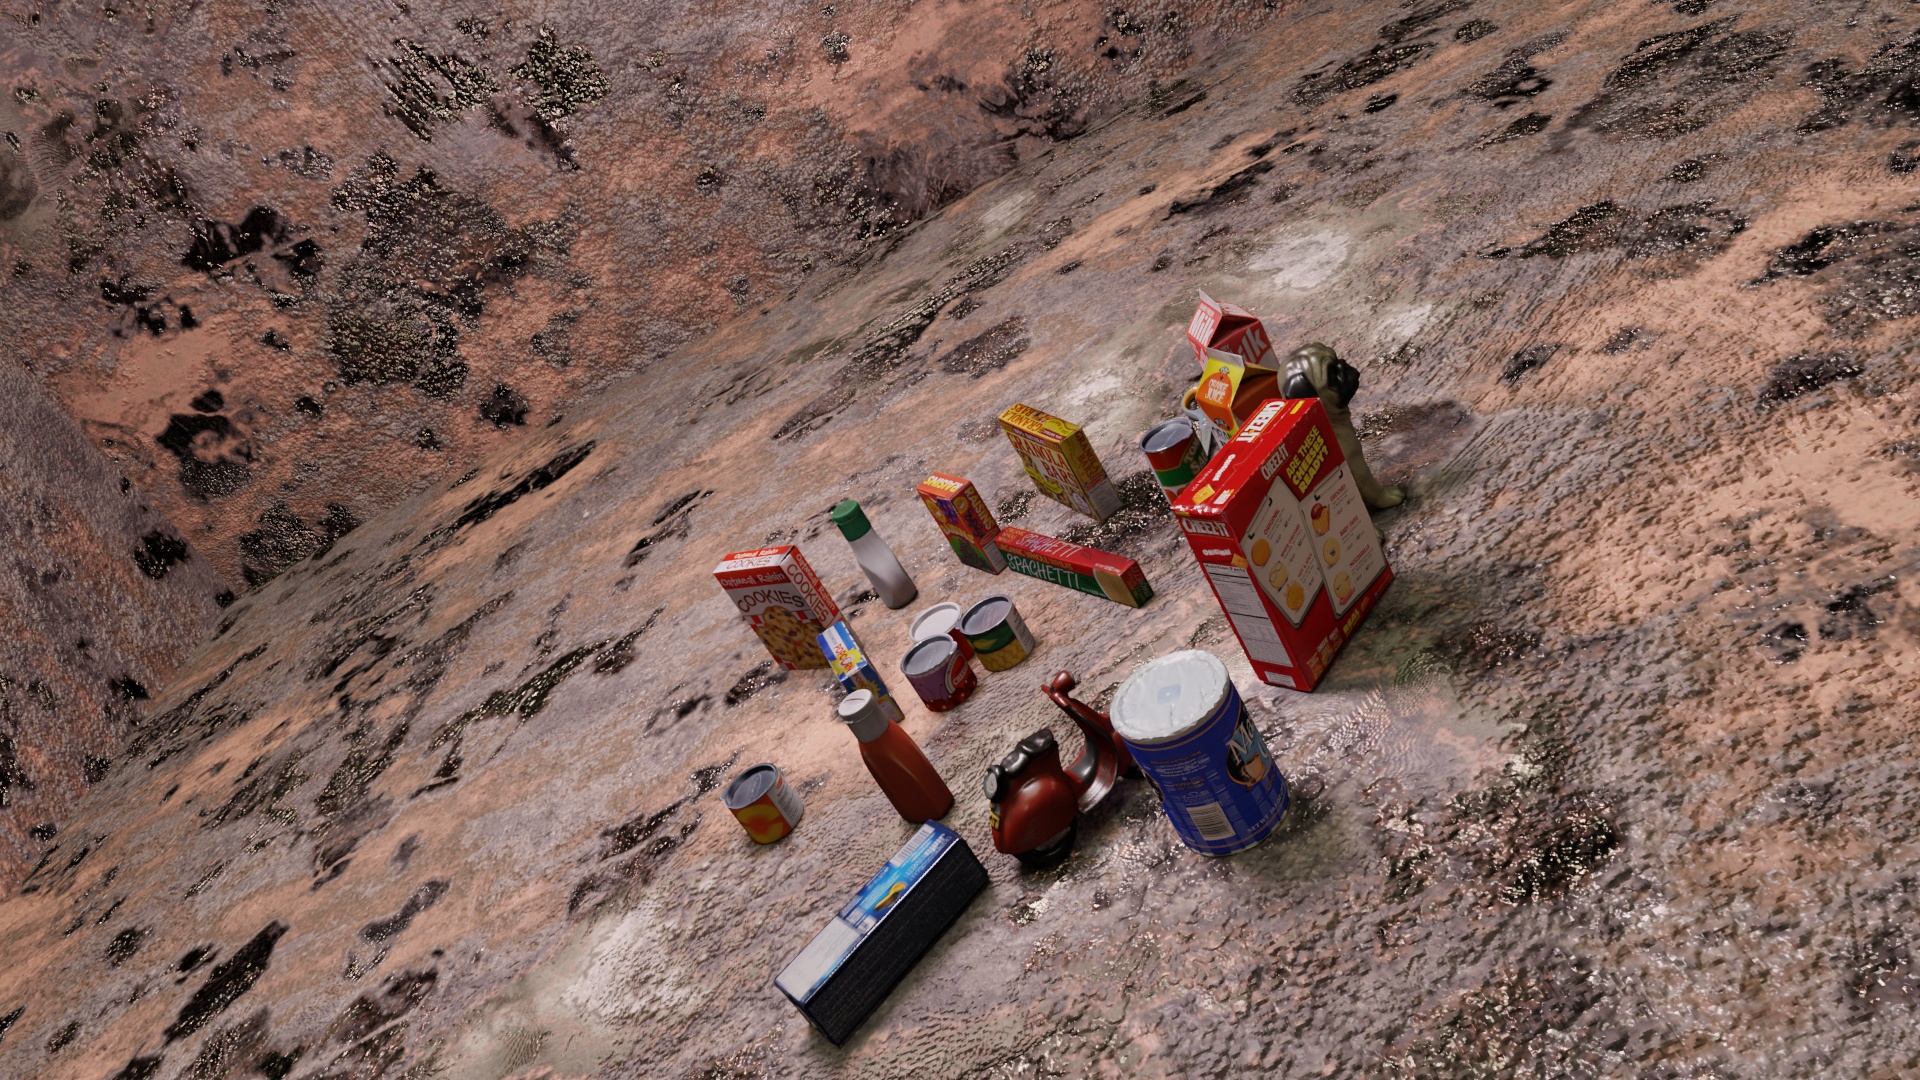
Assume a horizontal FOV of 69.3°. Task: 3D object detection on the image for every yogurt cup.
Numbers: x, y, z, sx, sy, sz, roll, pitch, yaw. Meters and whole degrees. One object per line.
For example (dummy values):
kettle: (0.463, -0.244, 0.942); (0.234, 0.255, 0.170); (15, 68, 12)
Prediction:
yogurt cup: (-0.018, 0.112, 1.581); (0.072, 0.053, 0.073); (-24, 27, 13)

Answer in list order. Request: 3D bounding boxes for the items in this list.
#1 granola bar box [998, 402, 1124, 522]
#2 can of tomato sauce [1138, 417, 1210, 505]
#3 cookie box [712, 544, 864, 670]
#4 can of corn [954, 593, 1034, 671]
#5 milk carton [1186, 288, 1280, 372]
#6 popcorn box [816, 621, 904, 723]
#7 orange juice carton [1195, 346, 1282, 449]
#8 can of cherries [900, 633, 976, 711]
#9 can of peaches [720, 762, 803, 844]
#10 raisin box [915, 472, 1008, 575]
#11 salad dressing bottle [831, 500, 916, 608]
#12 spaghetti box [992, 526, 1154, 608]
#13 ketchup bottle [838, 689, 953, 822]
granola bar box: (0.122, -0.098, 1.722); (0.039, 0.124, 0.166); (-37, 27, -11)
can of tomato sauce: (0.256, -0.091, 1.614); (0.071, 0.083, 0.071); (-25, 27, 13)
cookie box: (-0.211, 0.084, 1.705); (0.123, 0.167, 0.040); (-8, 35, 39)
can of corn: (0.038, 0.103, 1.533); (0.071, 0.058, 0.071); (-24, 27, 13)
milk carton: (0.325, -0.204, 1.618); (0.073, 0.190, 0.072); (-30, 26, 3)
popcorn box: (-0.115, 0.154, 1.575); (0.038, 0.085, 0.127); (-34, 26, -5)
orange juice carton: (0.317, -0.123, 1.483); (0.073, 0.192, 0.072); (-36, 26, -9)
can of cherries: (-0.022, 0.145, 1.523); (0.071, 0.058, 0.072); (-24, 27, 13)
can of peaches: (-0.212, 0.282, 1.484); (0.071, 0.058, 0.071); (-24, 27, 13)
raisin box: (0.006, -0.021, 1.710); (0.040, 0.123, 0.086); (-40, 27, -18)
salad dressing bottle: (-0.109, 0.017, 1.736); (0.044, 0.147, 0.064); (-39, 27, -15)
spaghetti box: (0.123, 0.028, 1.585); (0.029, 0.050, 0.250); (-41, 28, -20)
ketchup bottle: (-0.067, 0.211, 1.354); (0.064, 0.148, 0.044); (-7, 35, 40)
